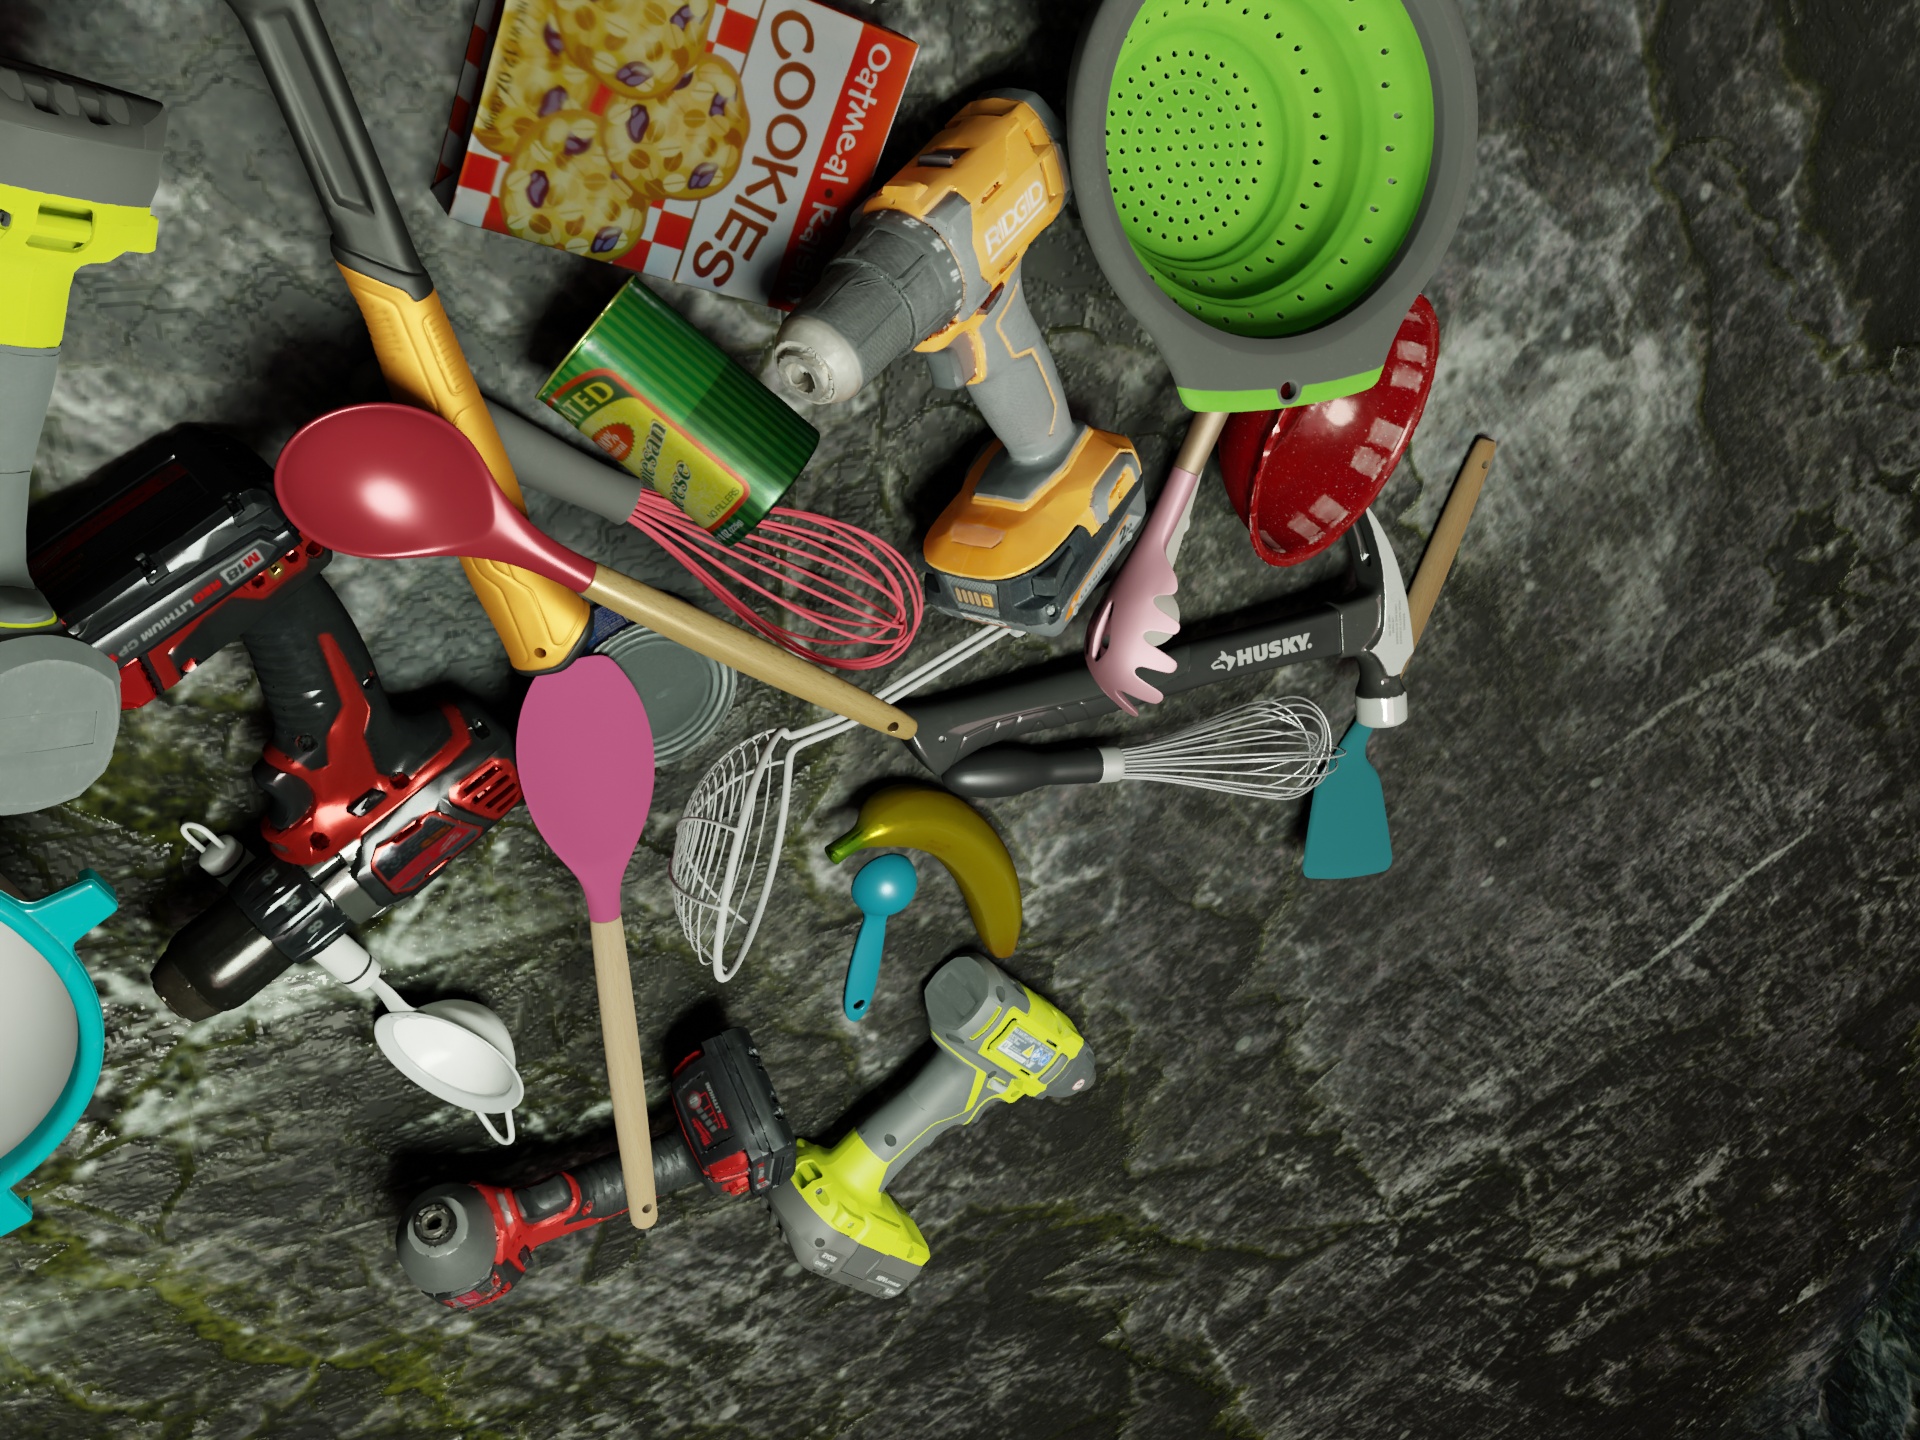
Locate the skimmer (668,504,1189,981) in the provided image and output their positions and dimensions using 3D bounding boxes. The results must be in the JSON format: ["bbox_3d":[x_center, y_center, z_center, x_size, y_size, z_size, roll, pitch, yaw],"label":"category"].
[{"bbox_3d":[-0.001,-0.003,0.834,0.363,0.090,0.127,-33,158,-20],"label":"skimmer"}]

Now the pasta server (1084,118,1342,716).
[{"bbox_3d":[0.133,-0.152,0.819,0.040,0.060,0.316,16,105,-26],"label":"pasta server"}]

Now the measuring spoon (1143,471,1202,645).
[{"bbox_3d":[0.122,-0.098,0.879,0.034,0.018,0.124,-8,117,-49],"label":"measuring spoon"}]

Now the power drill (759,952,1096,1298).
[{"bbox_3d":[-0.013,0.274,1.071,0.223,0.080,0.171,-47,134,1],"label":"power drill"}]

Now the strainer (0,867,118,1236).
[{"bbox_3d":[-0.516,0.100,0.604,0.340,0.095,0.211,12,116,-32],"label":"strainer"}]

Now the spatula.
[{"bbox_3d":[0.300,-0.036,1.065,0.082,0.044,0.317,-1,122,-28],"label":"spatula"}]

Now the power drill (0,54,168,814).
[{"bbox_3d":[-0.343,-0.103,0.520,0.080,0.191,0.228,-10,119,-57],"label":"power drill"}]

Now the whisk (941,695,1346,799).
[{"bbox_3d":[0.117,0.025,0.988,0.284,0.070,0.070,-3,124,-25],"label":"whisk"}]

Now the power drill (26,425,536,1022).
[{"bbox_3d":[-0.304,0.014,0.670,0.188,0.080,0.226,-41,139,-17],"label":"power drill"}]

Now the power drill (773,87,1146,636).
[{"bbox_3d":[0.004,-0.142,0.728,0.185,0.084,0.226,-53,142,-32],"label":"power drill"}]

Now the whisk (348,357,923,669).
[{"bbox_3d":[-0.136,-0.094,0.732,0.295,0.073,0.073,23,108,-34],"label":"whisk"}]

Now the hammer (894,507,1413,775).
[{"bbox_3d":[0.119,-0.034,0.938,0.334,0.035,0.146,-14,109,-18],"label":"hammer"}]

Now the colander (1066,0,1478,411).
[{"bbox_3d":[0.119,-0.341,0.701,0.204,0.095,0.397,-10,109,-20],"label":"colander"}]

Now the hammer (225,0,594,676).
[{"bbox_3d":[-0.221,-0.150,0.611,0.127,0.034,0.336,-14,130,-1],"label":"hammer"}]

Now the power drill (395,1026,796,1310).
[{"bbox_3d":[-0.208,0.262,0.906,0.219,0.079,0.143,-22,158,-16],"label":"power drill"}]

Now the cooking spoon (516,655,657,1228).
[{"bbox_3d":[-0.175,0.120,0.792,0.068,0.017,0.318,-18,116,-35],"label":"cooking spoon"}]

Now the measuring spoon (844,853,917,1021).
[{"bbox_3d":[-0.051,0.140,0.980,0.042,0.021,0.128,-5,123,-30],"label":"measuring spoon"}]

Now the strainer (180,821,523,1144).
[{"bbox_3d":[-0.296,0.130,0.803,0.087,0.050,0.258,-7,136,28],"label":"strainer"}]

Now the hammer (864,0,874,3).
[{"bbox_3d":[-0.183,-0.338,0.531,0.386,0.038,0.143,-7,127,-29],"label":"hammer"}]

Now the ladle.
[{"bbox_3d":[-0.136,-0.051,0.679,0.315,0.031,0.069,26,114,-37],"label":"ladle"}]
